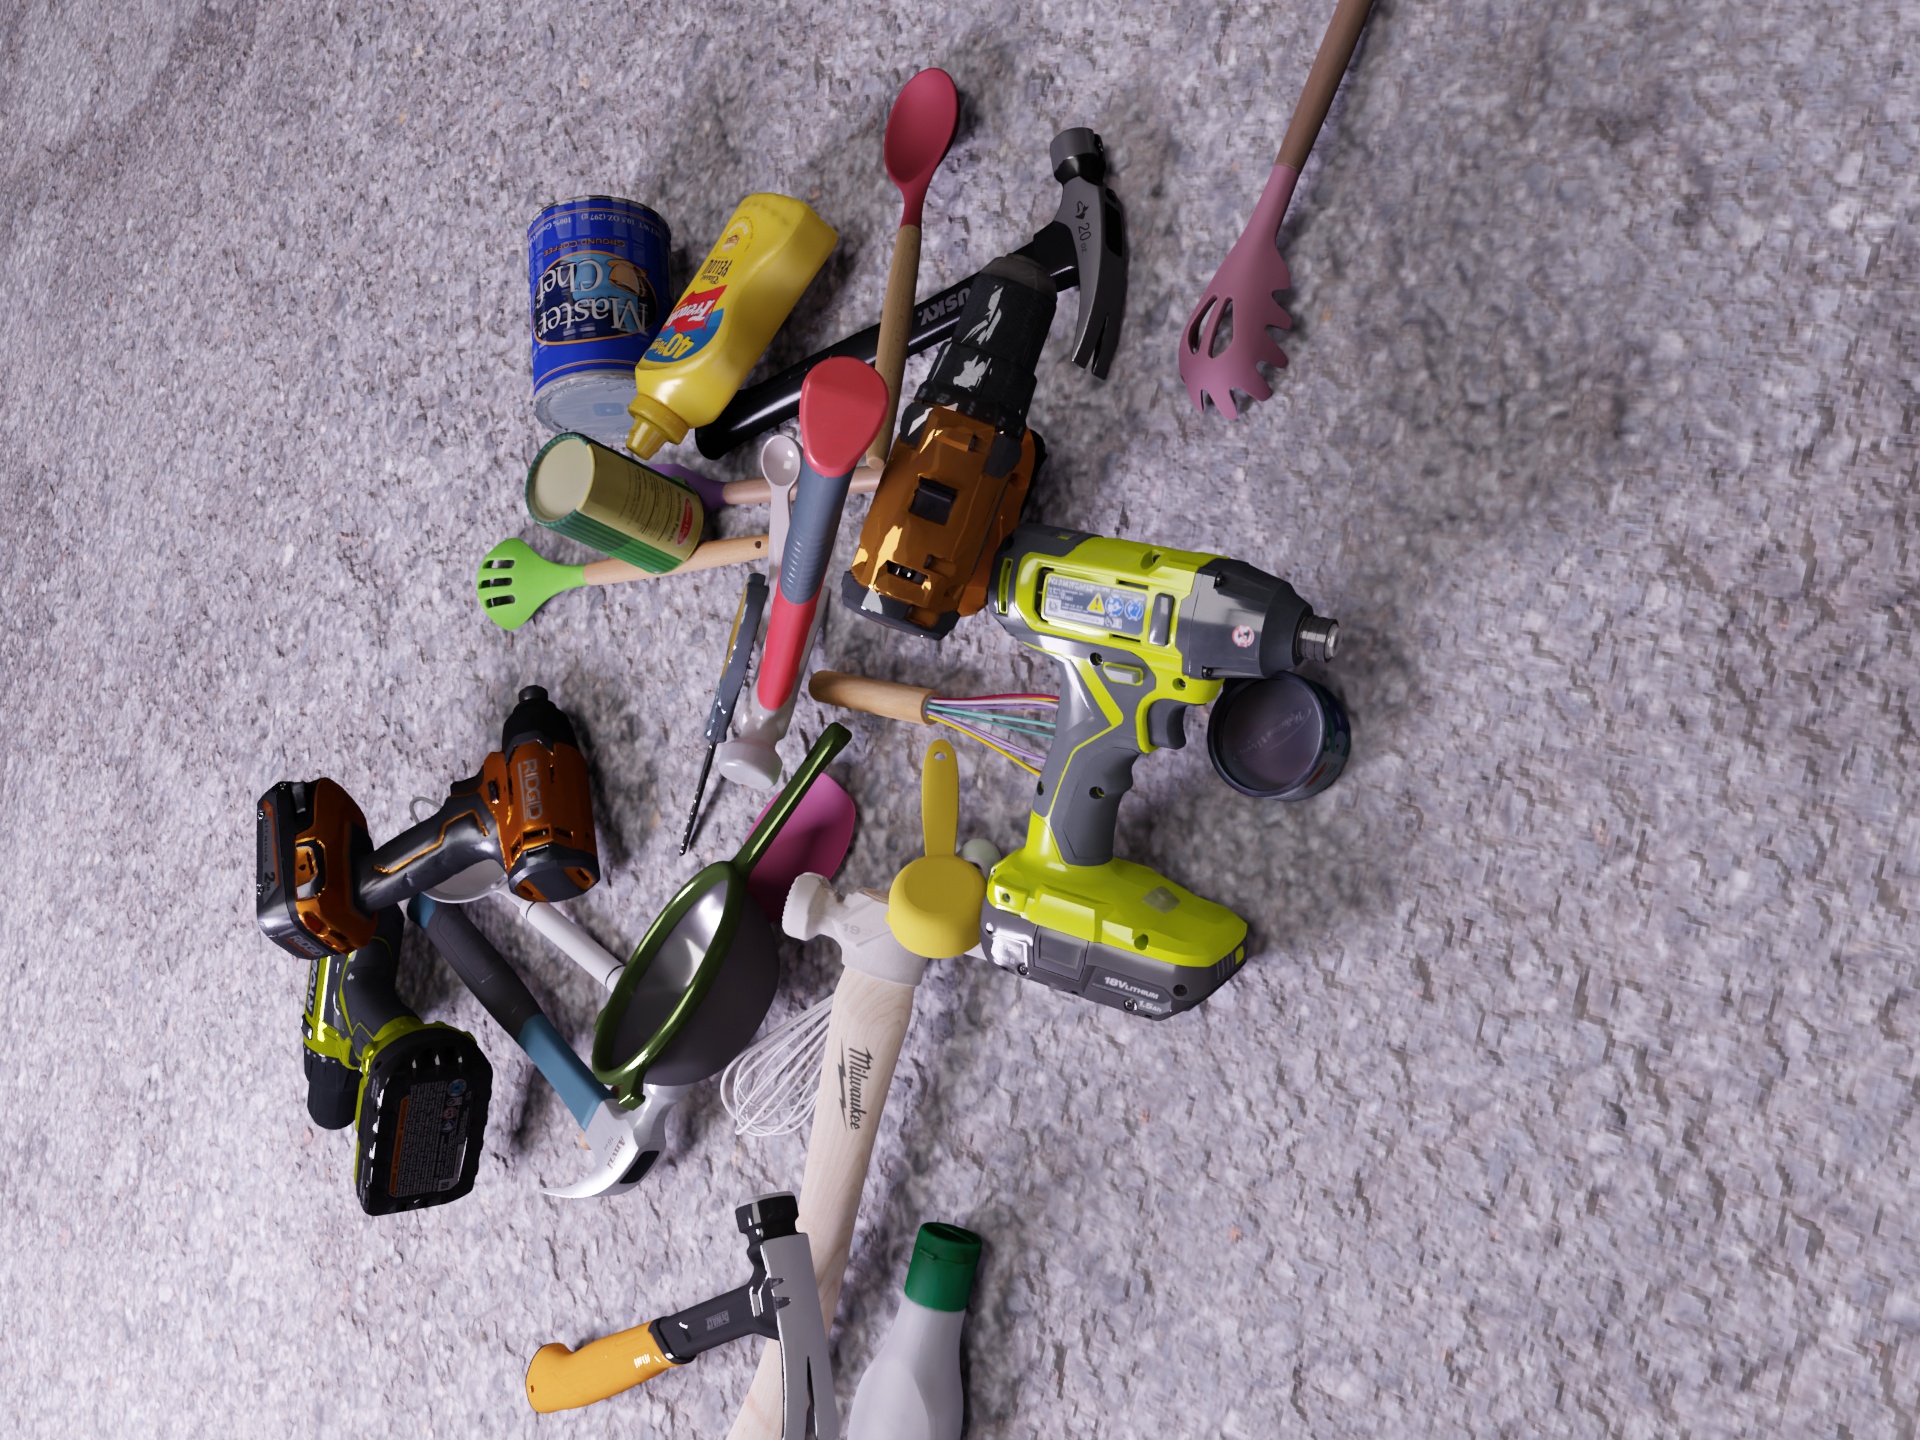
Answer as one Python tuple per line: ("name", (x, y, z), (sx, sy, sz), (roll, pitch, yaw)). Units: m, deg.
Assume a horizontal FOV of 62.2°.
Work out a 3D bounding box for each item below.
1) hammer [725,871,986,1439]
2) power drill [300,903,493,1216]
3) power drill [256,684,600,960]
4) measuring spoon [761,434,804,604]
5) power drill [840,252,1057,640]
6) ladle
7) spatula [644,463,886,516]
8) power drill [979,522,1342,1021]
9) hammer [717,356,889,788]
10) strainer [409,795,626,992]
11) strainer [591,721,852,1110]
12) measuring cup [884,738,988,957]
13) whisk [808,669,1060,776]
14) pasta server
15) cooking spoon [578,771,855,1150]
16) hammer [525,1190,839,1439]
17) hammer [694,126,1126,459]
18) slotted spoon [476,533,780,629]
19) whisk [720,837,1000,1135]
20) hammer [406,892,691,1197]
("hammer", (-0.071, 0.301, 0.916), (0.146, 0.038, 0.410), (15, 97, 10))
("power drill", (-0.421, 0.253, 1.151), (0.229, 0.080, 0.190), (32, 114, 48))
("power drill", (-0.371, 0.068, 1.121), (0.226, 0.084, 0.164), (-16, 59, 2))
("measuring spoon", (-0.112, -0.124, 1.037), (0.034, 0.018, 0.124), (13, 109, 35))
("power drill", (0.001, -0.138, 0.838), (0.084, 0.226, 0.185), (21, 96, 0))
("ladle", (-0.033, -0.275, 0.953), (0.069, 0.031, 0.316), (-26, 46, 41))
("spatula", (-0.137, -0.153, 1.071), (0.316, 0.018, 0.060), (0, 92, 37))
("power drill", (0.091, 0.025, 0.789), (0.171, 0.080, 0.223), (14, 108, 28))
("hammer", (-0.080, -0.087, 0.839), (0.386, 0.038, 0.143), (120, 166, -67))
("strainer", (-0.310, 0.132, 1.135), (0.259, 0.050, 0.087), (31, 60, 31))
("strainer", (-0.126, 0.122, 0.972), (0.256, 0.069, 0.151), (-56, 20, -5))
("measuring cup", (-0.012, 0.062, 0.896), (0.062, 0.029, 0.157), (-2, 48, 1))
("whisk", (-0.003, -0.001, 0.931), (0.245, 0.051, 0.047), (12, 95, 40))
("pasta server", (0.189, -0.318, 0.857), (0.060, 0.040, 0.316), (23, 92, 37))
("cooking spoon", (-0.164, 0.164, 1.035), (0.069, 0.017, 0.319), (44, 108, 26))
("hammer", (-0.179, 0.380, 0.943), (0.337, 0.034, 0.127), (-37, 59, 44))
("hammer", (-0.042, -0.235, 1.006), (0.335, 0.035, 0.146), (-18, 71, 33))
("slotted spoon", (-0.248, -0.110, 1.140), (0.314, 0.031, 0.070), (-4, 88, 34))
("whisk", (-0.059, 0.160, 0.945), (0.058, 0.059, 0.246), (40, 105, -4))
("hammer", (-0.303, 0.207, 1.107), (0.331, 0.033, 0.128), (35, 102, 40))
